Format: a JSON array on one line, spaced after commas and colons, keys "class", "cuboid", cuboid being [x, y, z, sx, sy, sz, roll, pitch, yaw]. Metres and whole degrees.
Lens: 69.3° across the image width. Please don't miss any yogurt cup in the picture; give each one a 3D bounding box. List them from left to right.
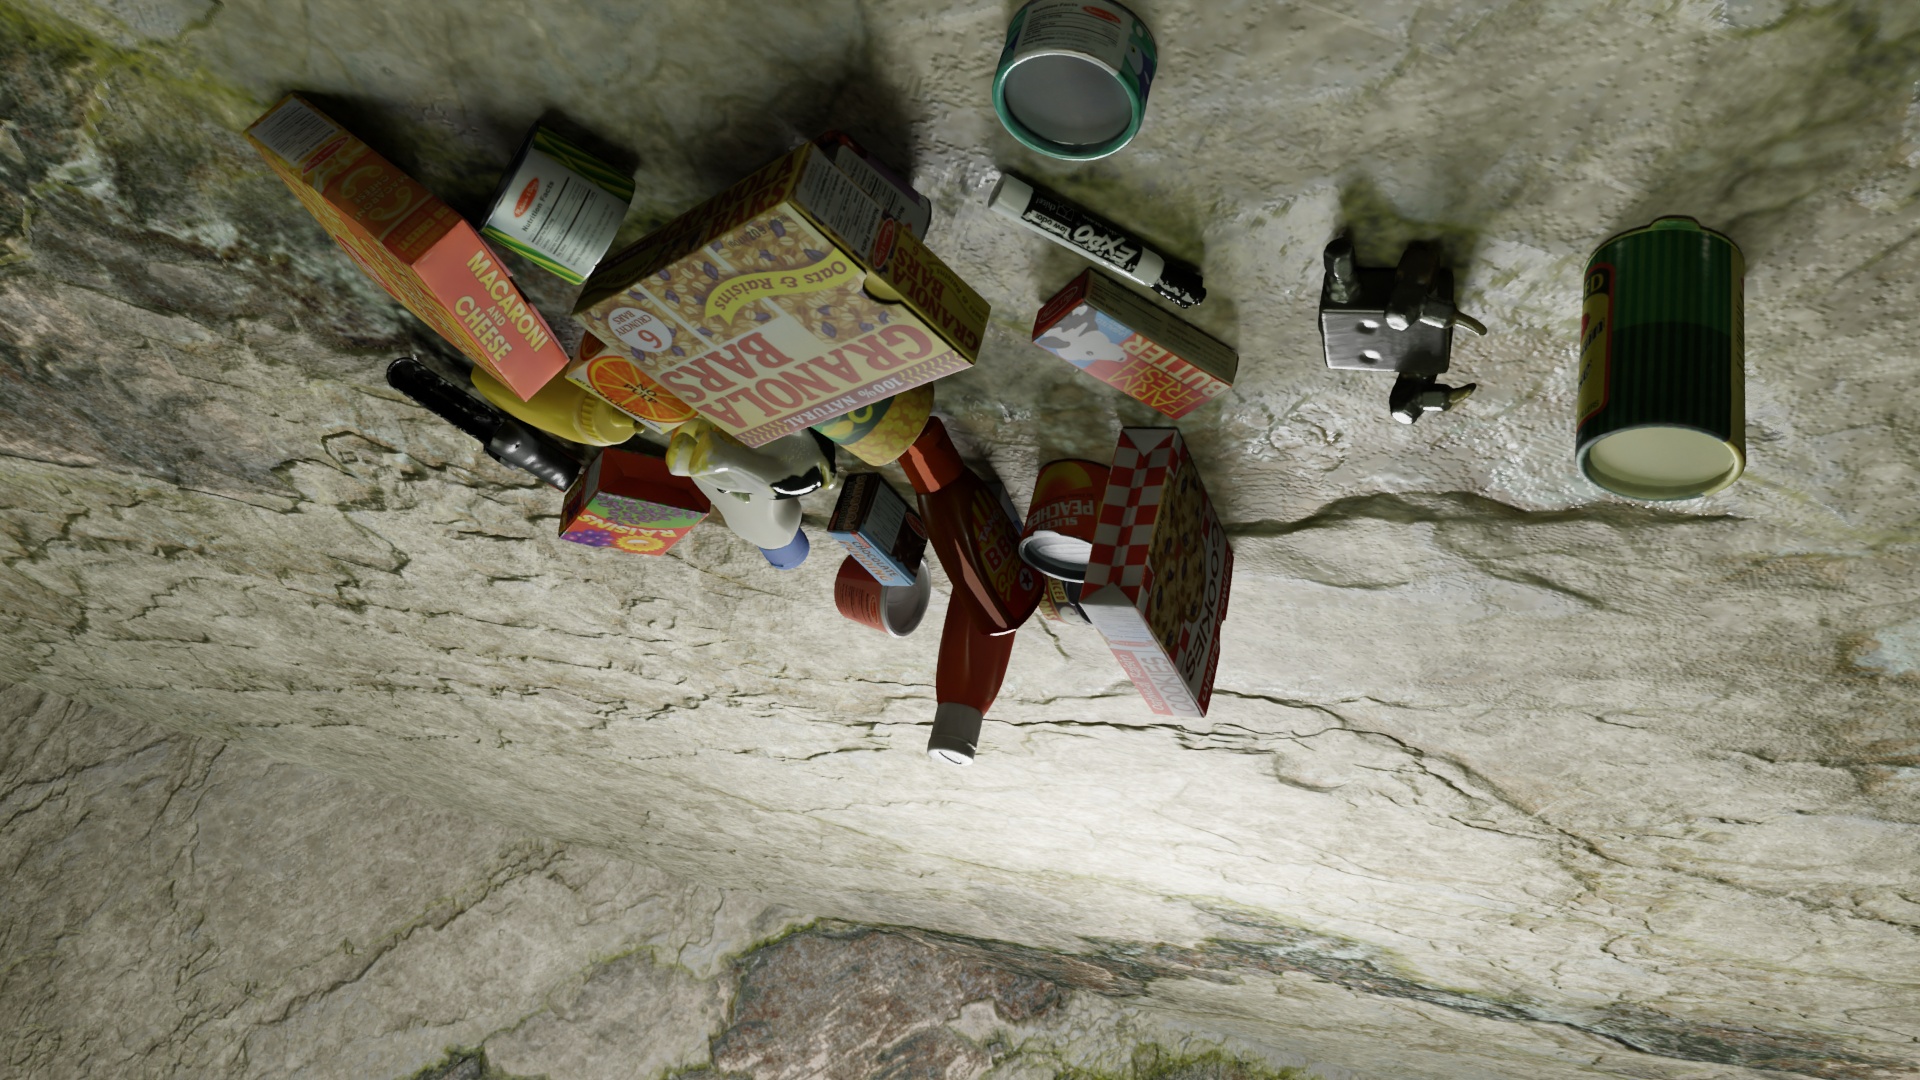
[{"class": "yogurt cup", "cuboid": [-0.063, 0.039, 1.093, 0.054, 0.072, 0.072, 10, 155, 30]}]

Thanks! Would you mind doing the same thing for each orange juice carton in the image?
[{"class": "orange juice carton", "cuboid": [-0.139, -0.129, 0.780, 0.071, 0.073, 0.192, 32, 149, -31]}]

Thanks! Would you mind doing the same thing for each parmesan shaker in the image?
[{"class": "parmesan shaker", "cuboid": [0.305, -0.078, 0.605, 0.071, 0.103, 0.071, 12, 154, 6]}]

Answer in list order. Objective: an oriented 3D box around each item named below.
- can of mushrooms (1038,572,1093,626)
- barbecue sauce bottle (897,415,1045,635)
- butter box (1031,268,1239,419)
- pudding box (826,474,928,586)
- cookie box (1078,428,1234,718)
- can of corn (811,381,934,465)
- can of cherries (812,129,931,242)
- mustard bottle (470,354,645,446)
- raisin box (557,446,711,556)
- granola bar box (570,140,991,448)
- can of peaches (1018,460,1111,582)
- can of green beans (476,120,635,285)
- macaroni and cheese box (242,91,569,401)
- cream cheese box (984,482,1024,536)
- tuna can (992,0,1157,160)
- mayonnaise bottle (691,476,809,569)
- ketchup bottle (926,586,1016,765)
[{"class": "can of mushrooms", "cuboid": [0.081, 0.028, 0.983, 0.033, 0.071, 0.071, -4, 149, 37]}, {"class": "barbecue sauce bottle", "cuboid": [0.003, -0.011, 0.916, 0.043, 0.065, 0.148, -12, 119, 35]}, {"class": "butter box", "cuboid": [0.096, -0.105, 0.757, 0.103, 0.024, 0.053, 25, 152, -21]}, {"class": "pudding box", "cuboid": [-0.058, -0.006, 1.013, 0.030, 0.050, 0.083, 0, 151, 32]}, {"class": "cookie box", "cuboid": [0.131, 0.025, 0.886, 0.040, 0.123, 0.167, 2, 151, 26]}, {"class": "can of corn", "cuboid": [-0.056, -0.086, 0.829, 0.058, 0.071, 0.071, 32, 150, -33]}, {"class": "can of cherries", "cuboid": [-0.059, -0.159, 0.685, 0.058, 0.072, 0.071, 33, 149, -31]}, {"class": "mustard bottle", "cuboid": [-0.250, -0.092, 0.898, 0.160, 0.049, 0.065, 20, 167, 36]}, {"class": "raisin box", "cuboid": [-0.251, -0.027, 1.070, 0.086, 0.040, 0.123, 11, 159, -27]}, {"class": "granola bar box", "cuboid": [-0.088, -0.109, 0.671, 0.165, 0.039, 0.124, -15, 140, 41]}, {"class": "can of peaches", "cuboid": [0.076, -0.014, 0.915, 0.071, 0.058, 0.071, 13, 154, 6]}, {"class": "can of green beans", "cuboid": [-0.212, -0.177, 0.732, 0.058, 0.071, 0.071, 28, 151, -26]}, {"class": "macaroni and cheese box", "cuboid": [-0.302, -0.161, 0.763, 0.167, 0.040, 0.123, 35, 164, 27]}, {"class": "cream cheese box", "cuboid": [0.016, -0.006, 1.000, 0.053, 0.024, 0.103, 3, 152, 20]}, {"class": "tuna can", "cuboid": [0.048, -0.194, 0.592, 0.071, 0.033, 0.070, 12, 154, 6]}, {"class": "mayonnaise bottle", "cuboid": [-0.150, -0.026, 1.035, 0.065, 0.041, 0.147, 9, 155, 16]}, {"class": "ketchup bottle", "cuboid": [0.008, 0.098, 1.072, 0.043, 0.149, 0.064, -8, 146, 37]}]
